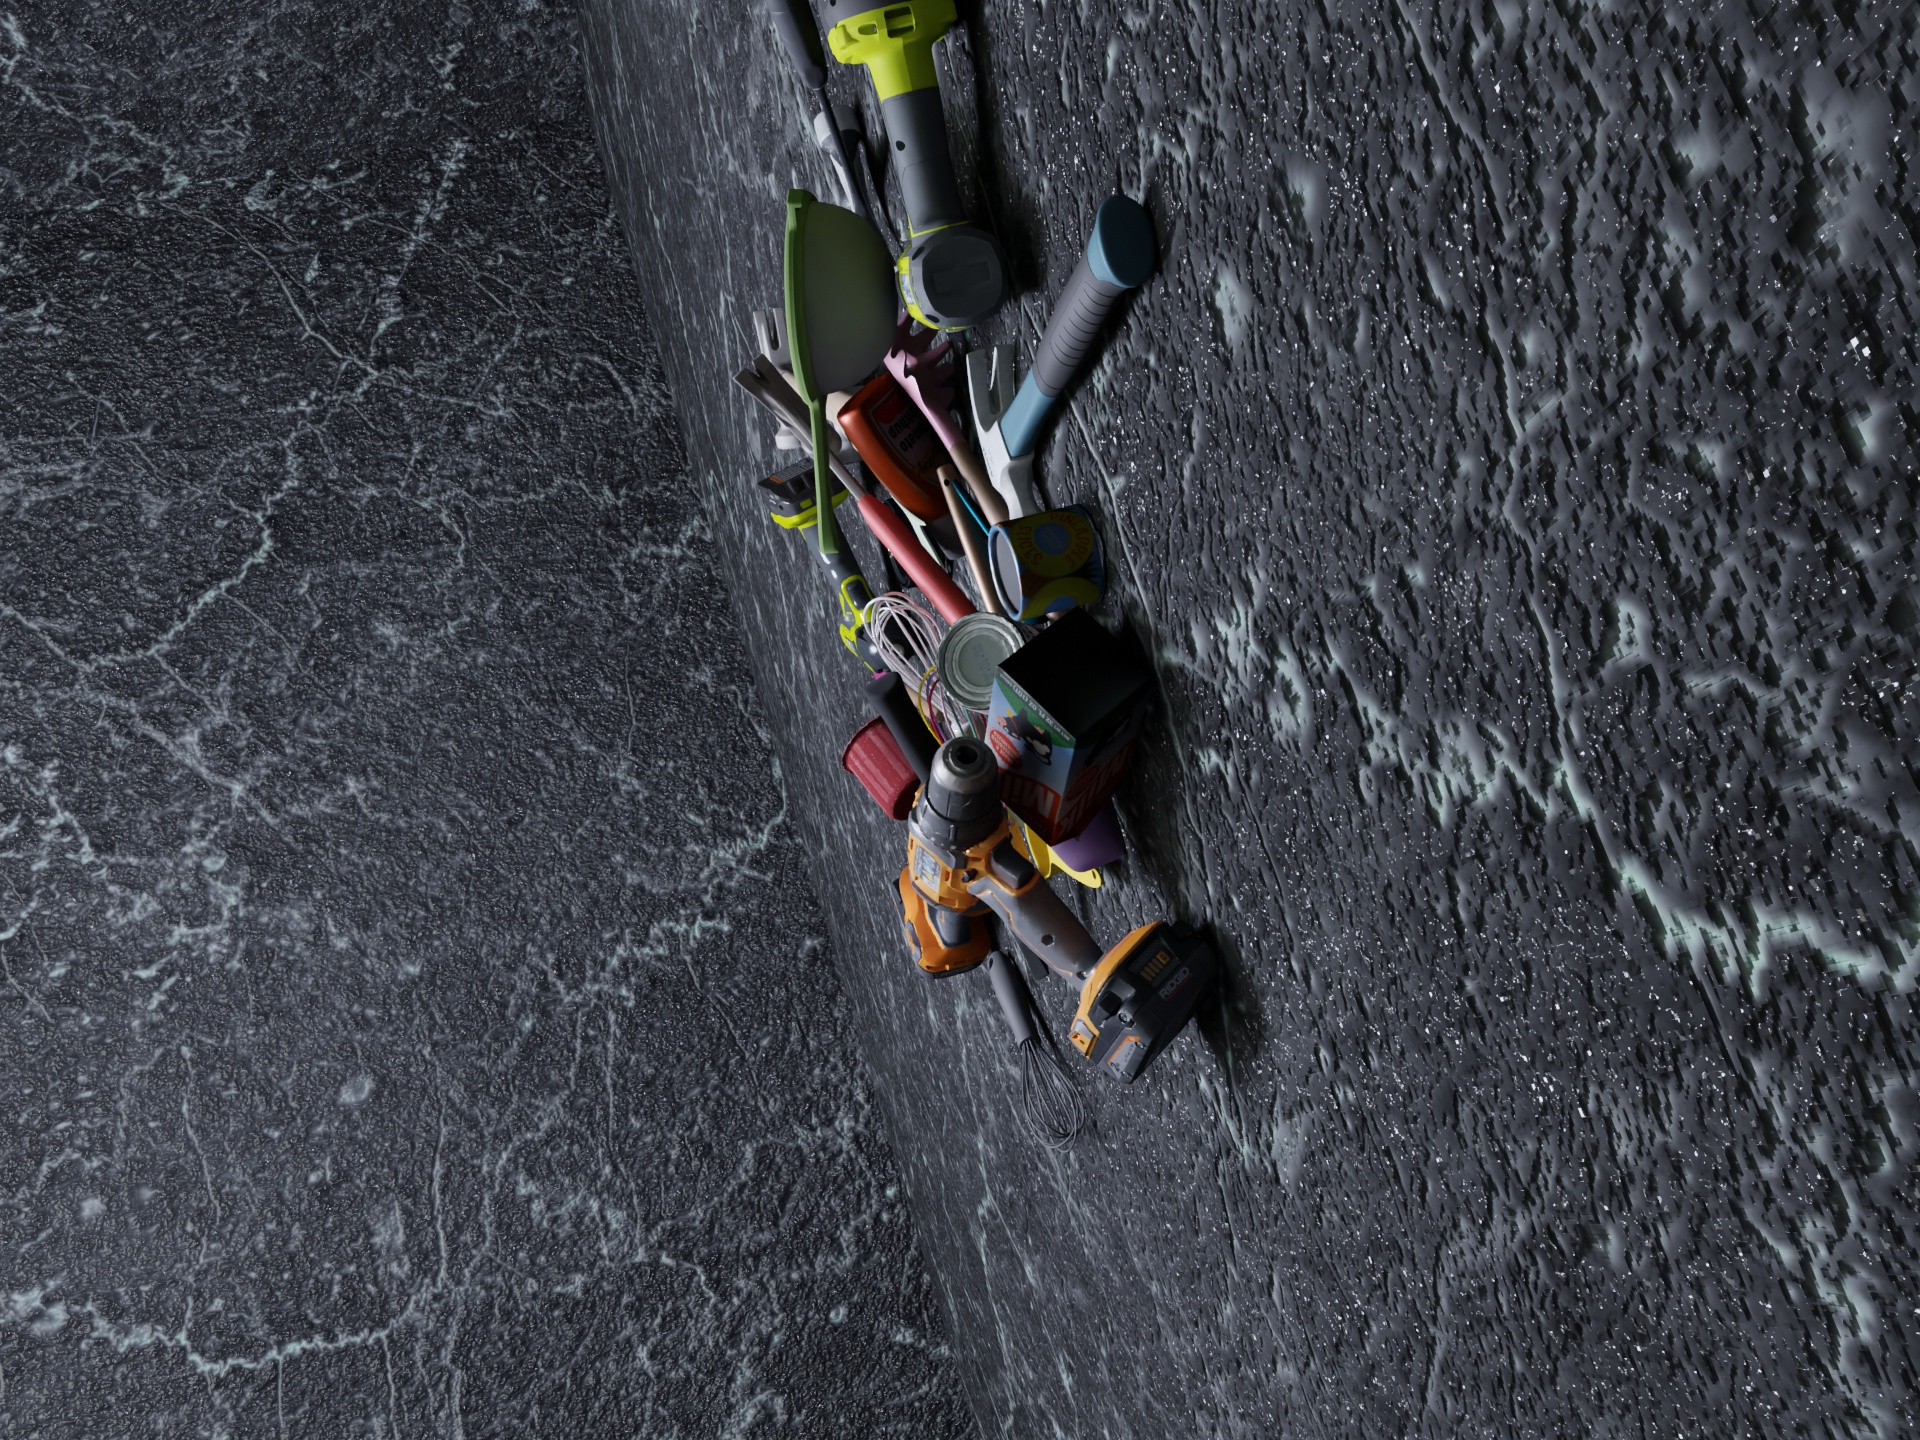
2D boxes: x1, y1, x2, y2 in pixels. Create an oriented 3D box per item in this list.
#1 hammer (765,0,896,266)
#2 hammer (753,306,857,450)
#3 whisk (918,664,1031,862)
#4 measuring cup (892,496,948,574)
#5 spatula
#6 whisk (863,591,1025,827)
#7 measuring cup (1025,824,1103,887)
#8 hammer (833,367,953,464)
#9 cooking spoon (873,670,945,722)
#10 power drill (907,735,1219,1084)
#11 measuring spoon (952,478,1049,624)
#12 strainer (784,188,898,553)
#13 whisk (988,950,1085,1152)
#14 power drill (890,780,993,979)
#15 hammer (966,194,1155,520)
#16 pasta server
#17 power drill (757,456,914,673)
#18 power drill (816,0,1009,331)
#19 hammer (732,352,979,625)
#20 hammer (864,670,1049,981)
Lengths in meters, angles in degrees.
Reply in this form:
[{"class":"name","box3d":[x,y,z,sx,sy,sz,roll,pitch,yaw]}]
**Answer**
[{"class":"hammer","box3d":[-0.102,-0.448,1.126,0.409,0.036,0.149,43,-150,-83]},{"class":"hammer","box3d":[-0.136,-0.314,1.513,0.411,0.038,0.146,-138,36,-67]},{"class":"whisk","box3d":[0.023,0.064,1.241,0.051,0.047,0.244,18,133,58]},{"class":"measuring cup","box3d":[-0.025,-0.180,1.366,0.083,0.038,0.167,44,169,36]},{"class":"spatula","box3d":[0.041,-0.041,1.156,0.018,0.060,0.316,-3,-108,-64]},{"class":"whisk","box3d":[-0.002,-0.004,1.279,0.059,0.058,0.246,-12,124,37]},{"class":"measuring cup","box3d":[0.087,0.100,1.210,0.157,0.029,0.062,-155,51,-71]},{"class":"hammer","box3d":[-0.077,-0.299,1.438,0.406,0.035,0.144,-146,42,-71]},{"class":"cooking spoon","box3d":[-0.061,-0.033,1.723,0.319,0.017,0.068,-144,36,-72]},{"class":"power drill","box3d":[0.056,0.115,1.031,0.226,0.084,0.185,40,155,18]},{"class":"measuring spoon","box3d":[0.023,-0.119,1.148,0.129,0.021,0.042,57,-163,14]},{"class":"strainer","box3d":[-0.078,-0.250,1.146,0.151,0.069,0.256,-66,-26,-79]},{"class":"whisk","box3d":[0.066,0.308,1.511,0.239,0.055,0.055,-113,14,-49]},{"class":"power drill","box3d":[-0.014,0.149,1.597,0.226,0.084,0.164,104,150,-57]},{"class":"hammer","box3d":[0.057,-0.212,0.958,0.331,0.033,0.128,130,123,-75]},{"class":"pasta server","box3d":[0.015,-0.184,1.155,0.040,0.060,0.316,-45,60,31]},{"class":"power drill","box3d":[-0.119,-0.157,1.636,0.223,0.080,0.171,64,172,-18]},{"class":"power drill","box3d":[-0.030,-0.372,1.050,0.191,0.080,0.228,-116,11,-73]},{"class":"hammer","box3d":[-0.046,-0.138,1.238,0.359,0.036,0.149,51,-174,24]},{"class":"hammer","box3d":[0.003,0.083,1.307,0.334,0.035,0.146,61,177,-41]}]
